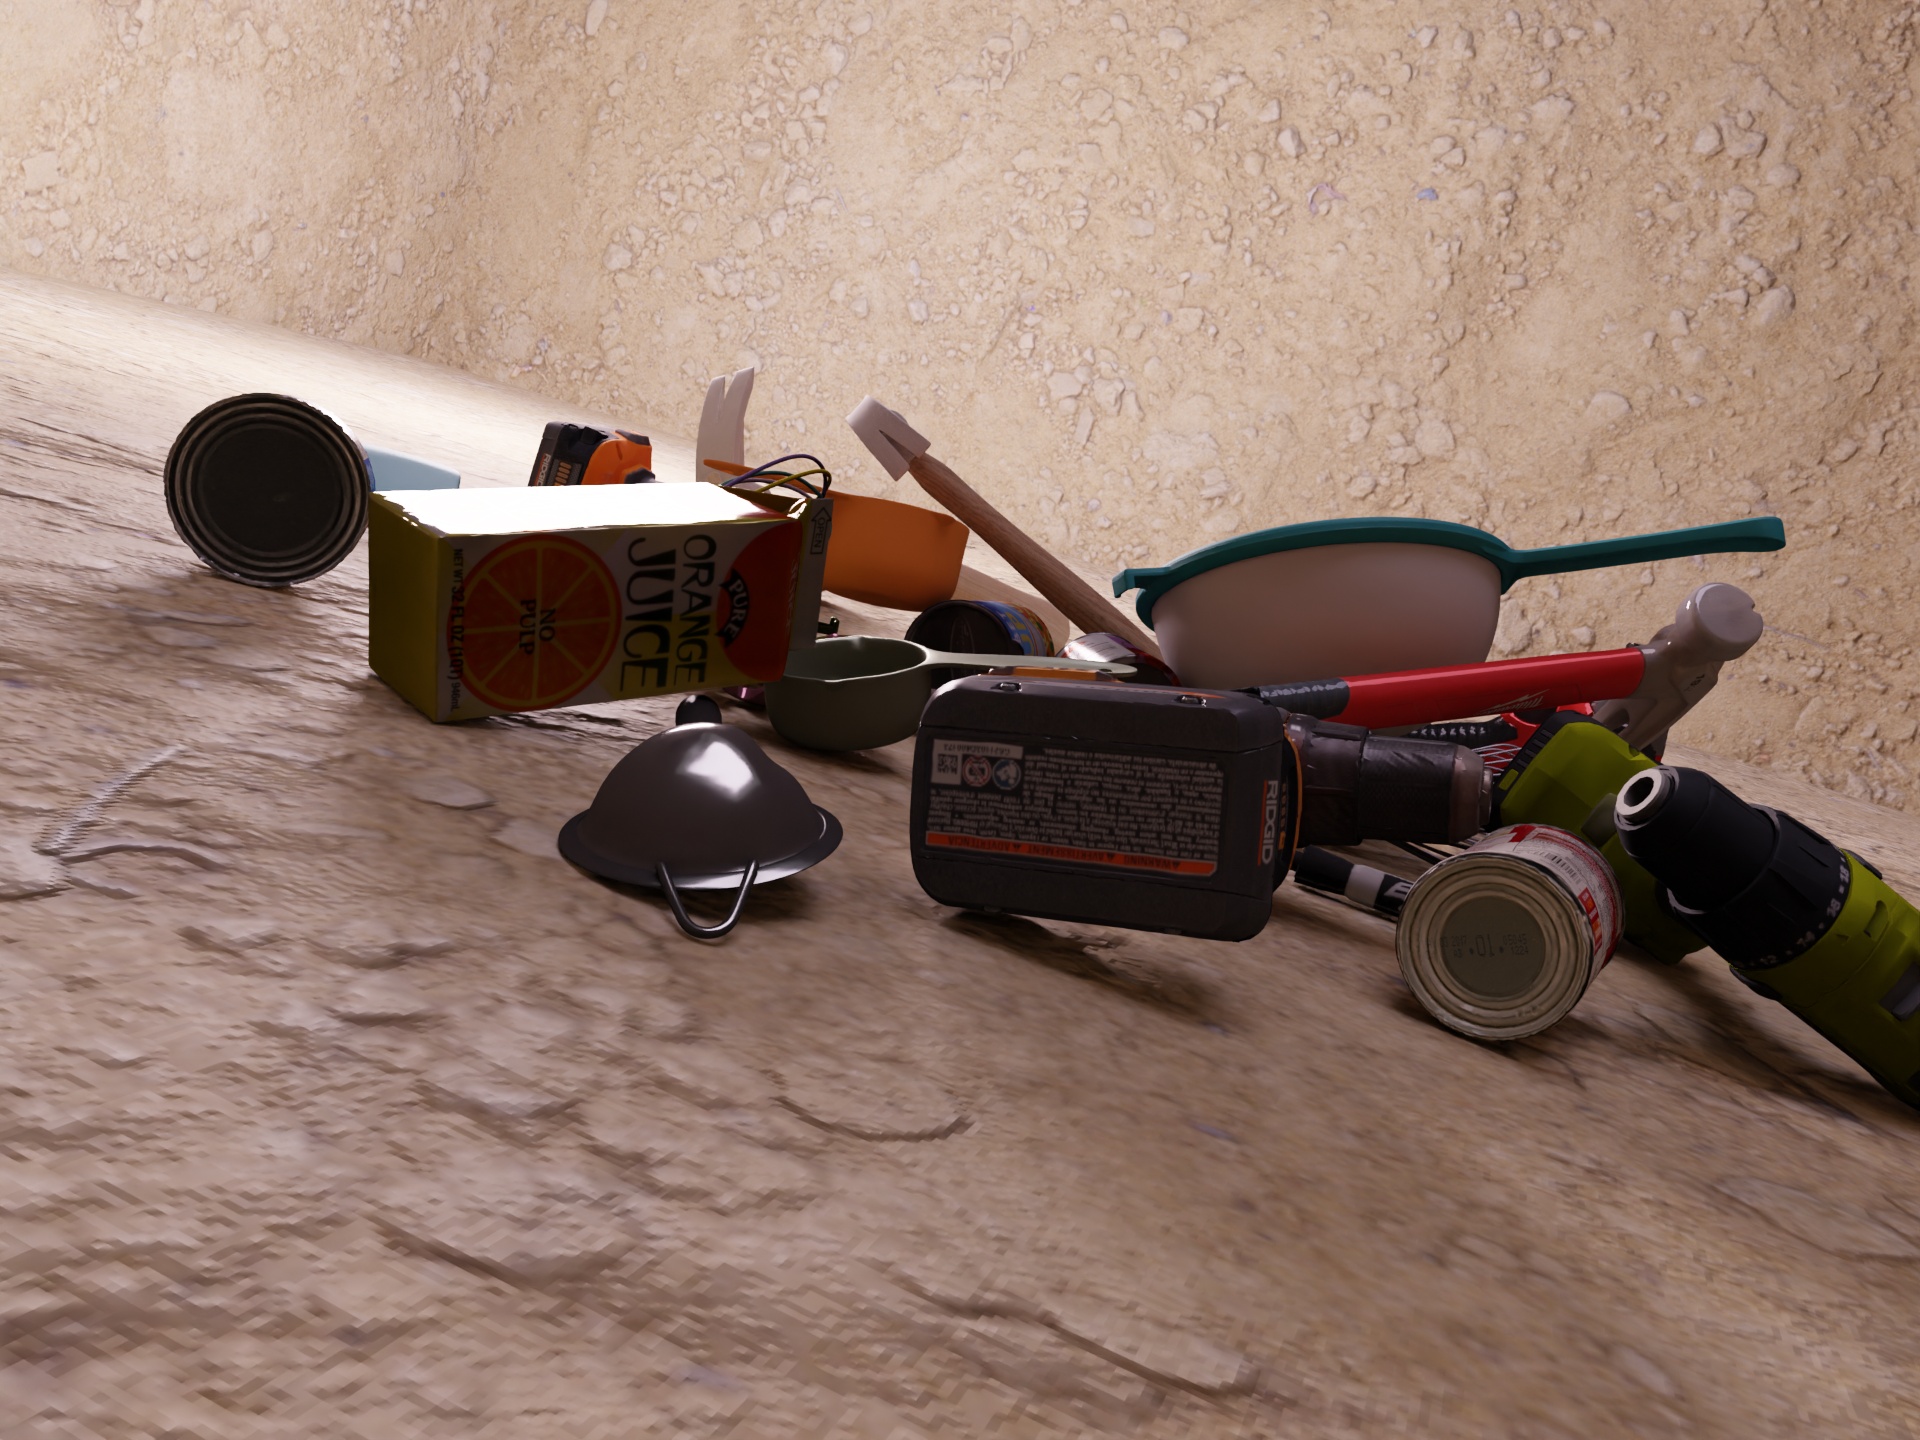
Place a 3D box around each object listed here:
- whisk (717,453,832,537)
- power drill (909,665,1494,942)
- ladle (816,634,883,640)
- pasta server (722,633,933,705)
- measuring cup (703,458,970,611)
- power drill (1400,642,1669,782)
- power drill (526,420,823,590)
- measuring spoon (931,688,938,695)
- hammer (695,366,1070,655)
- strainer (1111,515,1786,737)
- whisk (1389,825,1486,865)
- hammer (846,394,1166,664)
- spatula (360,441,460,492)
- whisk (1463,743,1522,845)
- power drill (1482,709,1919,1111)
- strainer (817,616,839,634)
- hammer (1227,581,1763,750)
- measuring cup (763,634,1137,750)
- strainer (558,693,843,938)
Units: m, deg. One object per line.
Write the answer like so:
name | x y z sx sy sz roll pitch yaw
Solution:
whisk | -0.148 -0.070 0.722 0.047 0.051 0.245 -4 18 46
power drill | 0.097 0.026 0.588 0.185 0.084 0.226 5 3 20
ladle | -0.063 -0.054 0.929 0.078 0.062 0.320 -2 -2 25
pasta server | 0.012 -0.003 0.815 0.316 0.060 0.040 14 -35 -23
measuring cup | -0.073 -0.099 0.875 0.173 0.052 0.095 12 -2 -42
power drill | 0.338 -0.001 1.029 0.220 0.143 0.078 17 7 21
power drill | -0.200 -0.149 1.174 0.226 0.084 0.164 21 11 5
measuring spoon | -0.001 -0.003 0.844 0.124 0.034 0.018 7 -23 -22
hammer | -0.033 -0.109 1.072 0.038 0.146 0.410 -7 -10 30
strainer | 0.265 -0.042 0.868 0.340 0.095 0.210 -7 -15 24
whisk | 0.211 0.050 0.828 0.239 0.055 0.055 10 11 -9
hammer | 0.057 -0.092 1.014 0.331 0.031 0.130 41 8 1
spatula | -0.282 -0.099 0.856 0.082 0.044 0.318 12 11 -33
whisk | 0.239 0.041 0.900 0.284 0.070 0.070 5 14 -26
power drill | 0.320 0.066 0.687 0.190 0.080 0.228 36 6 -11
strainer | -0.186 -0.104 0.960 0.151 0.069 0.256 21 9 25
hammer | 0.190 -0.001 0.792 0.386 0.038 0.143 -6 -28 -11
measuring cup | -0.006 -0.010 0.711 0.167 0.038 0.083 2 17 4
strainer | -0.091 0.014 0.554 0.087 0.050 0.258 -1 9 -10
